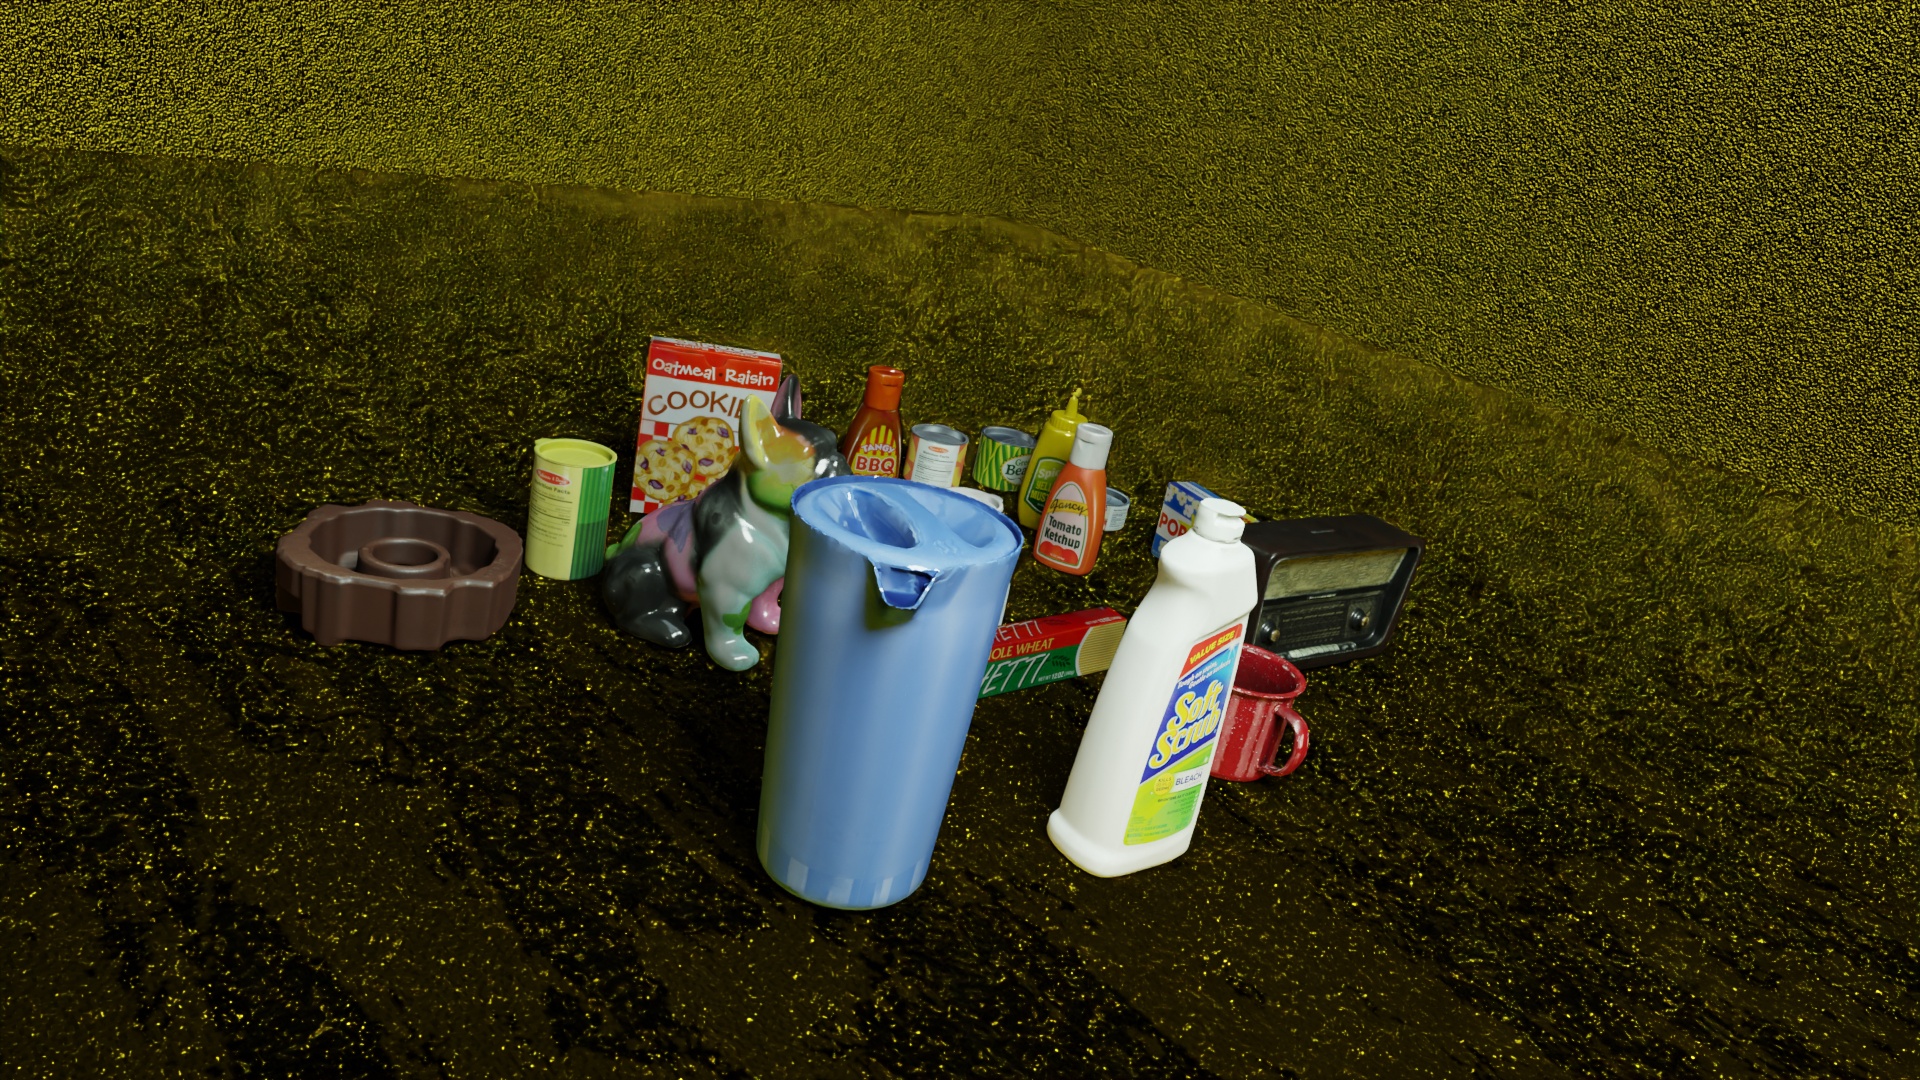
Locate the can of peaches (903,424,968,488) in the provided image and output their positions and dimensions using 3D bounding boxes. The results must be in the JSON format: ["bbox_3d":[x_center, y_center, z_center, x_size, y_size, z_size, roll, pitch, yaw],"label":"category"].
[{"bbox_3d":[-0.028,-0.095,1.577,0.071,0.057,0.071,11,20,-4],"label":"can of peaches"}]

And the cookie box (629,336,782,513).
[{"bbox_3d":[-0.243,-0.103,1.323,0.123,0.166,0.040,7,21,-15],"label":"cookie box"}]

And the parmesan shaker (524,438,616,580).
[{"bbox_3d":[-0.331,-0.027,1.168,0.071,0.102,0.071,11,20,-4],"label":"parmesan shaker"}]

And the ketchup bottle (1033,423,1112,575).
[{"bbox_3d":[0.119,-0.043,1.398,0.065,0.148,0.044,21,22,23],"label":"ketchup bottle"}]

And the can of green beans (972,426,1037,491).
[{"bbox_3d":[0.051,-0.095,1.624,0.071,0.057,0.071,11,20,-4],"label":"can of green beans"}]

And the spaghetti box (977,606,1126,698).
[{"bbox_3d":[0.038,0.096,1.131,0.251,0.050,0.029,-7,28,-41],"label":"spaghetti box"}]

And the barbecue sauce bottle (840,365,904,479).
[{"bbox_3d":[-0.090,-0.106,1.444,0.065,0.148,0.044,3,22,-23],"label":"barbecue sauce bottle"}]

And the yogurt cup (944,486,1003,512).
[{"bbox_3d":[0.005,-0.018,1.402,0.072,0.053,0.072,11,20,-4],"label":"yogurt cup"}]

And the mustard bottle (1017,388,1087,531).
[{"bbox_3d":[0.105,-0.087,1.489,0.065,0.159,0.049,15,20,7],"label":"mustard bottle"}]

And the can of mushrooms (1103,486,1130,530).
[{"bbox_3d":[0.154,-0.038,1.568,0.071,0.033,0.071,11,21,-4],"label":"can of mushrooms"}]

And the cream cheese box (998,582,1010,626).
[{"bbox_3d":[0.023,0.040,1.263,0.024,0.053,0.104,9,21,-9],"label":"cream cheese box"}]

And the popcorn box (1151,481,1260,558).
[{"bbox_3d":[0.259,0.000,1.456,0.038,0.085,0.127,-1,24,-32],"label":"popcorn box"}]
